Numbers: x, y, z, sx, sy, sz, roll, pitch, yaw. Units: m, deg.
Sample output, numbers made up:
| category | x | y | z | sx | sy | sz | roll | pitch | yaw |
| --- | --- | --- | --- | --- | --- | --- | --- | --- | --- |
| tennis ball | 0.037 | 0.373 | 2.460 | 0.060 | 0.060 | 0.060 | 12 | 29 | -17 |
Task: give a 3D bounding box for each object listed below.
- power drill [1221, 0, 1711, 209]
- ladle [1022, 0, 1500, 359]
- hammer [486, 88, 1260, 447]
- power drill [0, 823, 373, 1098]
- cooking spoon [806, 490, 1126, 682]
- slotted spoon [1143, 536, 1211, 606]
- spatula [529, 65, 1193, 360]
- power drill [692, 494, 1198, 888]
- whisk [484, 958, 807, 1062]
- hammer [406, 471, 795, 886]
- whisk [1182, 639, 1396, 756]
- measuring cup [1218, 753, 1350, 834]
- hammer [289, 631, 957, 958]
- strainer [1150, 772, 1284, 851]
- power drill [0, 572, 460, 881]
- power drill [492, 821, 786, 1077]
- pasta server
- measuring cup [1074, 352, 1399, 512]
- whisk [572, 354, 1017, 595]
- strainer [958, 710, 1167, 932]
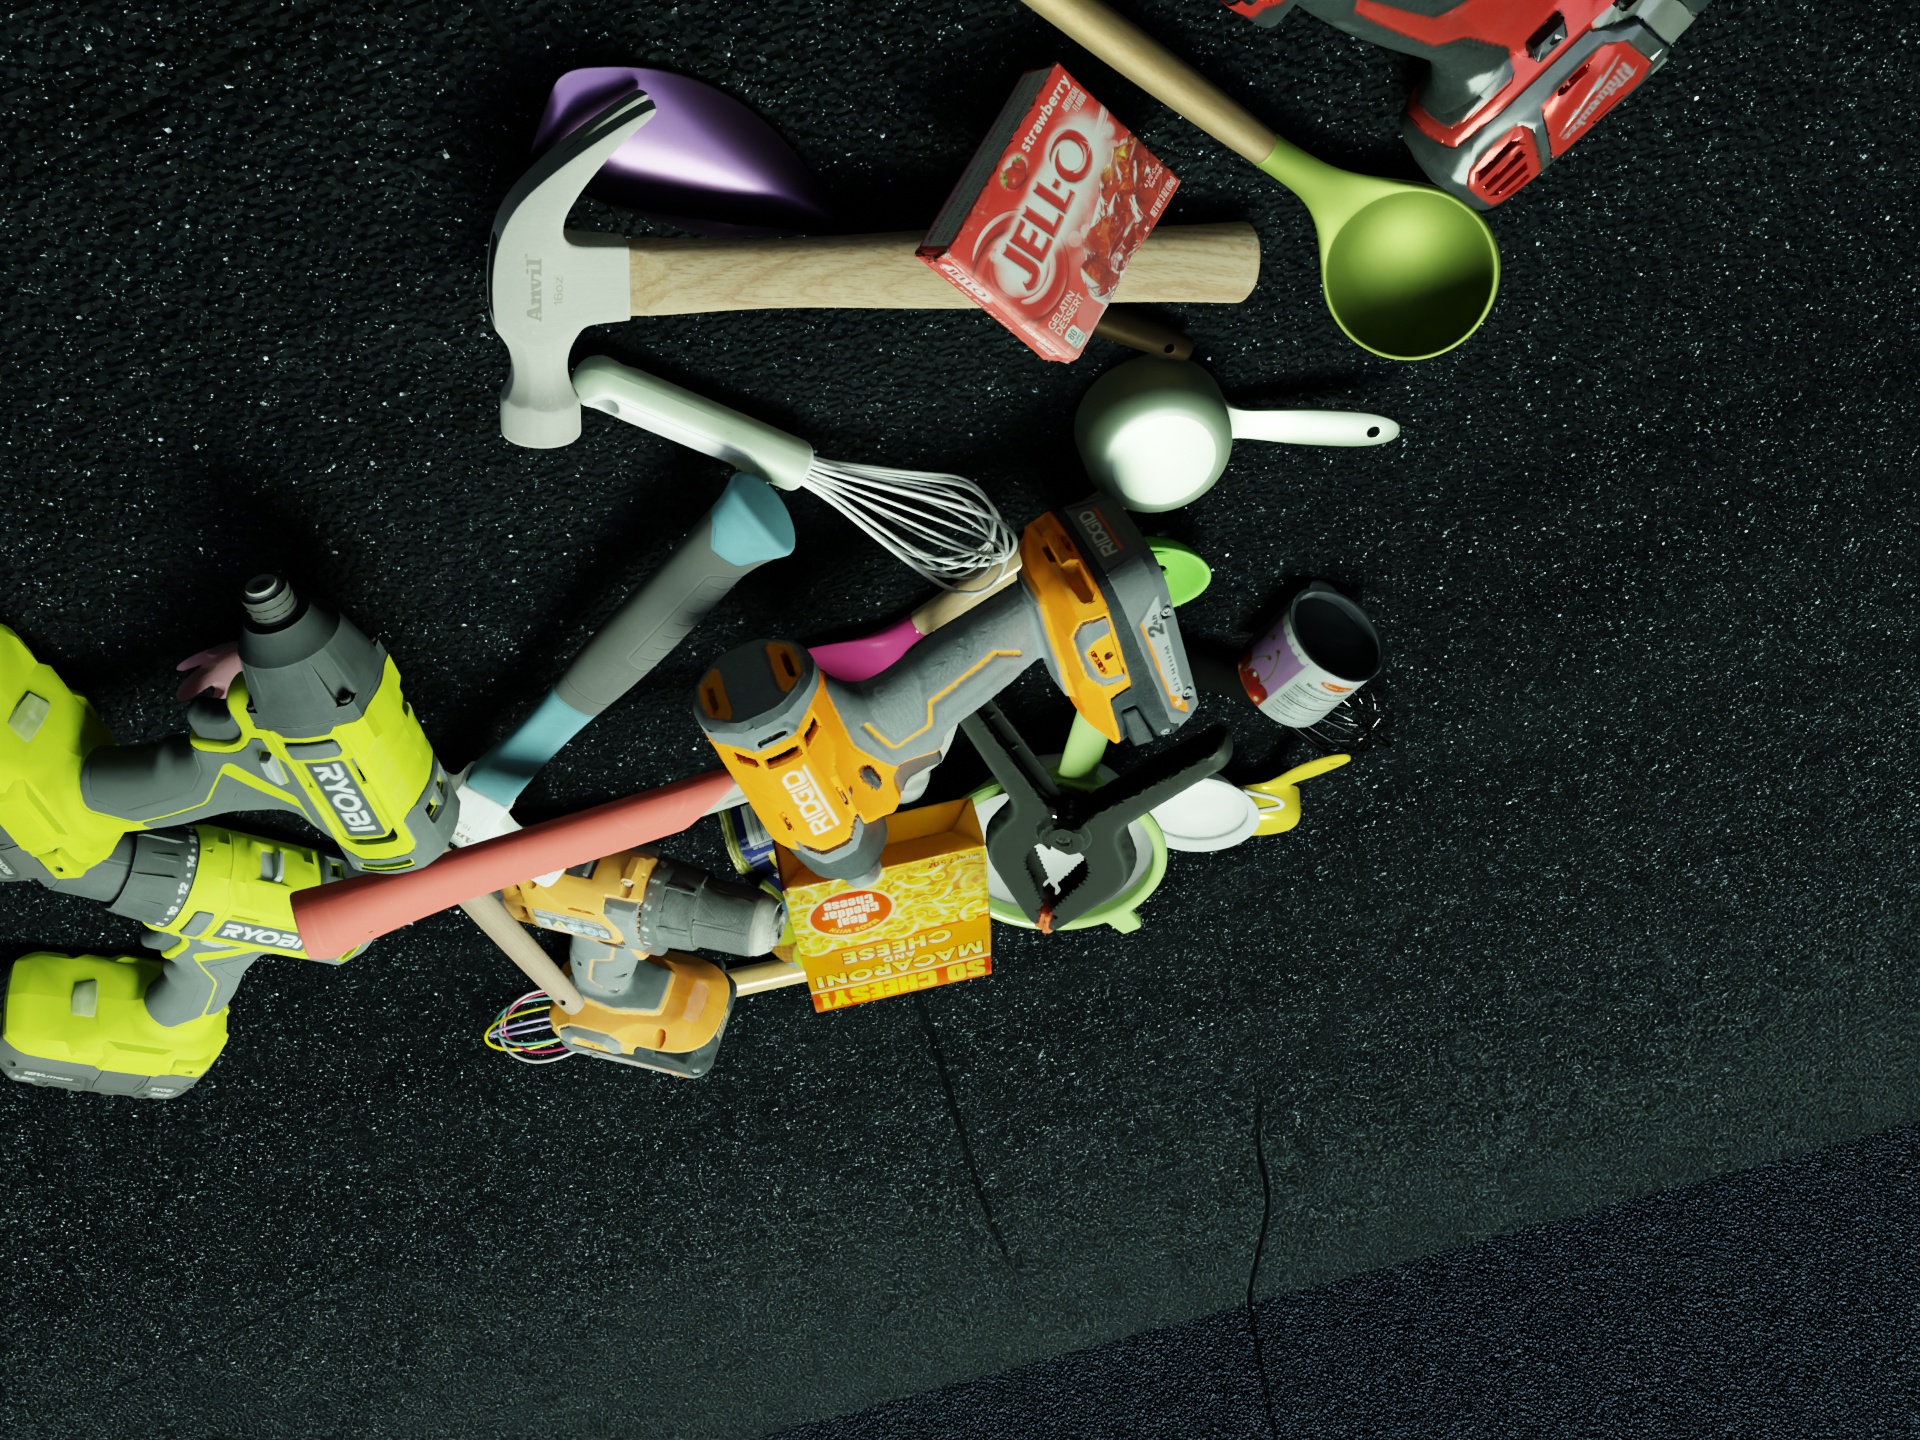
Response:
| category | x | y | z | sx | sy | sz | roll | pitch | yaw |
| --- | --- | --- | --- | --- | --- | --- | --- | --- | --- |
| power drill | 0.197 | -0.297 | 0.568 | 0.226 | 0.080 | 0.188 | 13 | 138 | -39 |
| ladle | 0.107 | -0.236 | 0.642 | 0.320 | 0.062 | 0.078 | 19 | 140 | -36 |
| hammer | -0.024 | -0.188 | 0.653 | 0.331 | 0.031 | 0.130 | -8 | 126 | -21 |
| power drill | -0.489 | 0.138 | 0.960 | 0.190 | 0.080 | 0.228 | 21 | 130 | -42 |
| cooking spoon | -0.003 | -0.067 | 0.883 | 0.319 | 0.017 | 0.068 | -31 | 126 | 23 |
| slotted spoon | -0.001 | -0.033 | 0.928 | 0.314 | 0.031 | 0.070 | -26 | 145 | 20 |
| spatula | -0.023 | -0.203 | 0.675 | 0.315 | 0.018 | 0.059 | 11 | 129 | -32 |
| power drill | -0.001 | -0.003 | 0.800 | 0.226 | 0.084 | 0.164 | -25 | 136 | -1 |
| whisk | -0.231 | 0.210 | 1.192 | 0.245 | 0.051 | 0.047 | -10 | 112 | -14 |
| hammer | -0.190 | -0.019 | 0.822 | 0.128 | 0.033 | 0.331 | 33 | 131 | -23 |
| whisk | 0.186 | -0.019 | 1.000 | 0.238 | 0.055 | 0.055 | 15 | 137 | -31 |
| measuring cup | 0.226 | 0.052 | 1.086 | 0.062 | 0.029 | 0.156 | 2 | 165 | -14 |
| hammer | -0.170 | 0.048 | 0.851 | 0.359 | 0.037 | 0.149 | -17 | 155 | -19 |
| strainer | 0.105 | 0.082 | 1.125 | 0.258 | 0.050 | 0.086 | -22 | 133 | 23 |
| power drill | -0.372 | 0.006 | 0.754 | 0.223 | 0.080 | 0.171 | -4 | 136 | 6 |
| power drill | -0.199 | 0.154 | 1.040 | 0.185 | 0.084 | 0.226 | 11 | 145 | 7 |
| pasta server | -0.303 | 0.069 | 0.877 | 0.060 | 0.040 | 0.315 | -15 | 128 | 22 |
| measuring cup | 0.141 | -0.138 | 0.788 | 0.167 | 0.038 | 0.083 | 0 | 133 | -6 |
| whisk | -0.071 | -0.118 | 0.761 | 0.246 | 0.059 | 0.058 | 19 | 162 | -34 |
| strainer | 0.069 | 0.031 | 1.016 | 0.151 | 0.069 | 0.256 | 10 | 133 | -4 |
